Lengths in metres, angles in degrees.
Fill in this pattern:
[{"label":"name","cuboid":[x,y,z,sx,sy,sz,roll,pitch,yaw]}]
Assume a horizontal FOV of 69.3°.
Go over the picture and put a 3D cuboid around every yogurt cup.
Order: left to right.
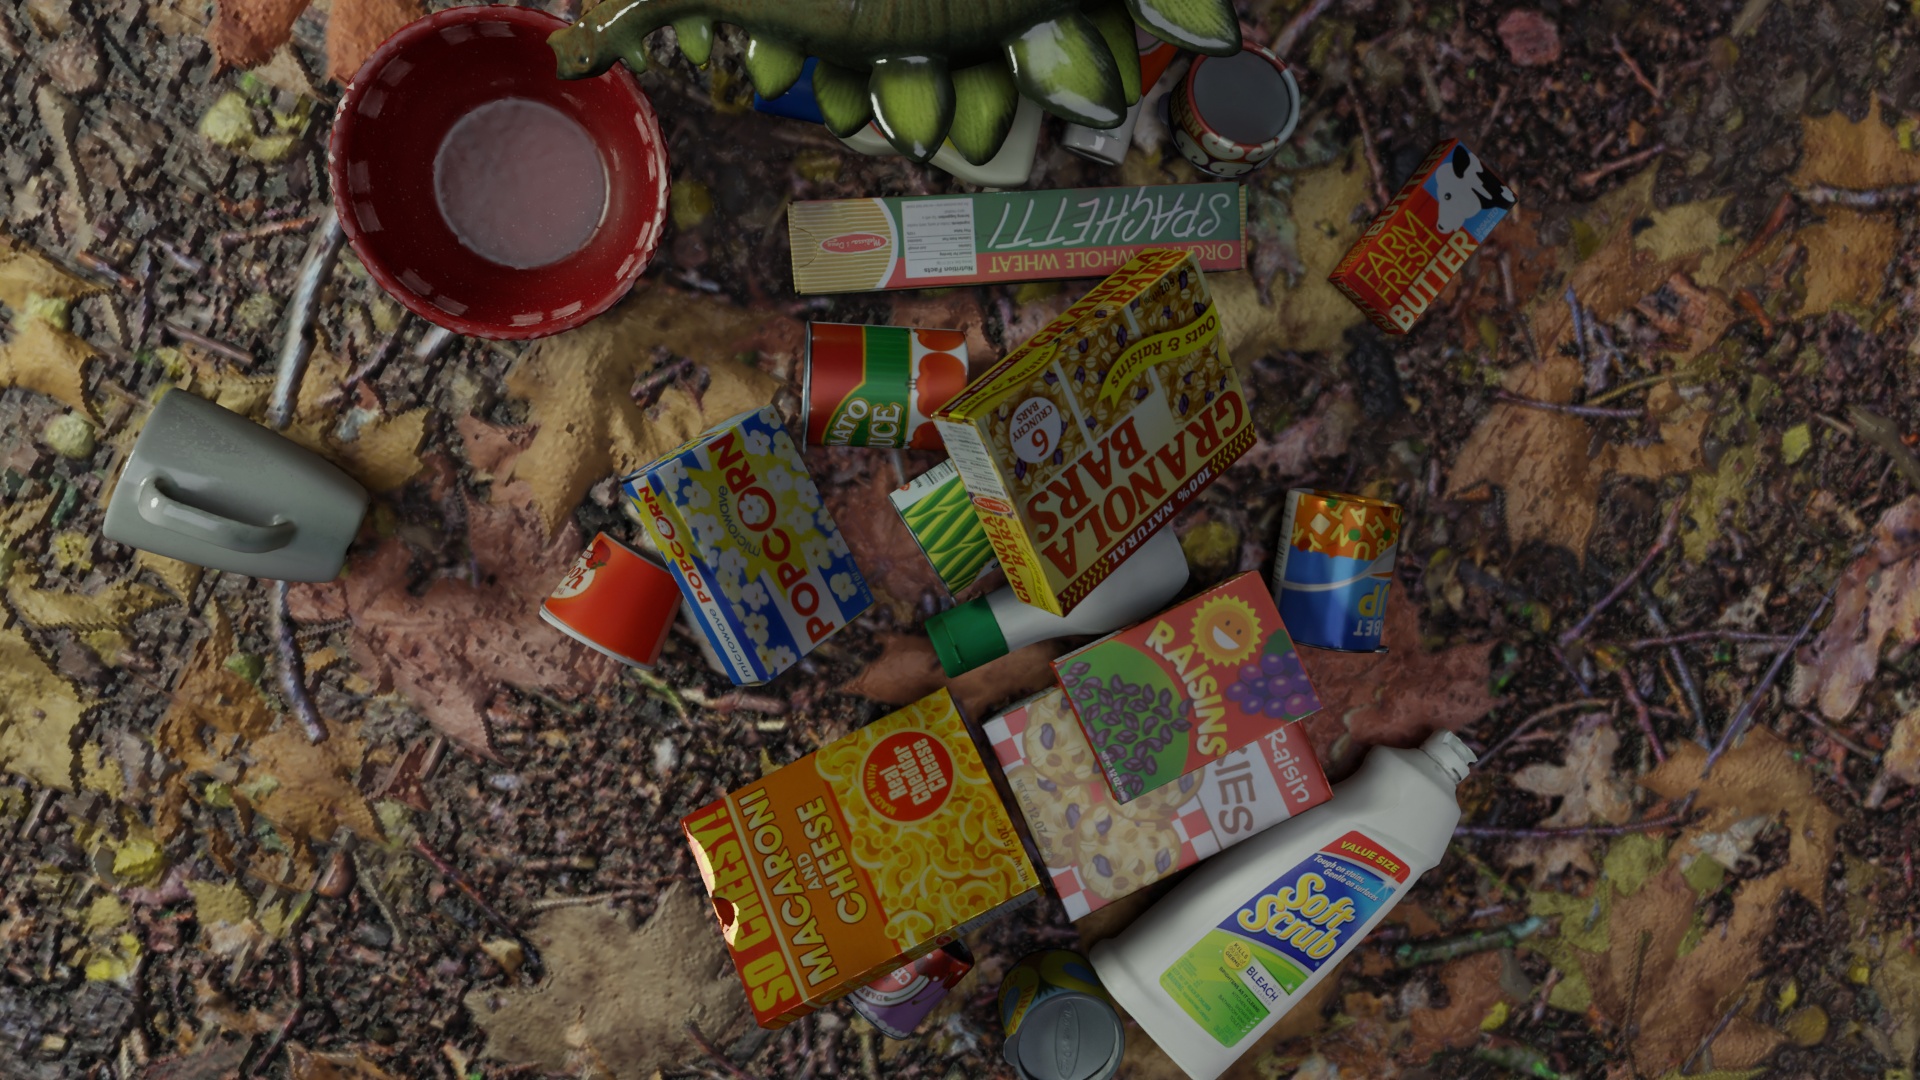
[{"label":"yogurt cup","cuboid":[-0.181,0.031,0.741,0.072,0.072,0.054,30,86,-12]}]

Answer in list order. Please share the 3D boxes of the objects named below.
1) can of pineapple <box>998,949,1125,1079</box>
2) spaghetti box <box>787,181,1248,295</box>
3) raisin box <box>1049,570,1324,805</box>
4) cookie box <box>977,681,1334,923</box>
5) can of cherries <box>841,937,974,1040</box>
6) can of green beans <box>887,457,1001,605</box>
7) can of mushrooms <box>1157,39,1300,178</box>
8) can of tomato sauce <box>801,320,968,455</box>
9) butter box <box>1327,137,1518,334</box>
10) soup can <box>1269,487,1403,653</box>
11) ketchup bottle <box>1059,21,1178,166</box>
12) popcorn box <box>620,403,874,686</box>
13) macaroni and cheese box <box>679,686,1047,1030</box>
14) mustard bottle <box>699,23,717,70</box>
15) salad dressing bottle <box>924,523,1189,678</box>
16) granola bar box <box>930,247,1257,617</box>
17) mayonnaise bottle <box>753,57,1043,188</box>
[{"label":"can of pineapple","cuboid":[0.057,0.283,0.819,0.071,0.058,0.071,-1,99,-8]},{"label":"spaghetti box","cuboid":[0.033,-0.165,0.756,0.250,0.029,0.050,-4,100,-8]},{"label":"raisin box","cuboid":[0.123,0.080,0.760,0.123,0.040,0.086,-25,85,-2]},{"label":"cookie box","cuboid":[0.112,0.125,0.798,0.167,0.040,0.123,-24,89,-3]},{"label":"can of cherries","cuboid":[-0.035,0.239,0.792,0.071,0.071,0.058,44,91,-13]},{"label":"can of green beans","cuboid":[0.002,-0.011,0.758,0.058,0.071,0.071,-32,102,-2]},{"label":"can of mushrooms","cuboid":[0.145,-0.233,0.748,0.071,0.033,0.071,2,79,-11]},{"label":"can of tomato sauce","cuboid":[-0.041,-0.080,0.740,0.083,0.071,0.071,2,99,-9]},{"label":"butter box","cuboid":[0.263,-0.172,0.790,0.053,0.024,0.103,39,92,-13]},{"label":"soup can","cuboid":[0.215,0.017,0.792,0.071,0.071,0.083,7,98,-9]},{"label":"ketchup bottle","cuboid":[0.092,-0.277,0.739,0.065,0.043,0.148,15,98,-15]},{"label":"popcorn box","cuboid":[-0.110,0.002,0.737,0.085,0.038,0.126,-37,105,-40]},{"label":"macaroni and cheese box","cuboid":[-0.055,0.173,0.762,0.166,0.040,0.124,-26,65,-3]},{"label":"mustard bottle","cuboid":[-0.121,-0.318,0.699,0.065,0.049,0.160,10,99,-9]},{"label":"salad dressing bottle","cuboid":[0.054,0.032,0.785,0.148,0.044,0.064,-24,108,-3]},{"label":"granola bar box","cuboid":[0.077,-0.059,0.727,0.166,0.039,0.123,-40,122,-24]},{"label":"mayonnaise bottle","cuboid":[-0.032,-0.229,0.730,0.148,0.041,0.064,9,98,-10]}]
